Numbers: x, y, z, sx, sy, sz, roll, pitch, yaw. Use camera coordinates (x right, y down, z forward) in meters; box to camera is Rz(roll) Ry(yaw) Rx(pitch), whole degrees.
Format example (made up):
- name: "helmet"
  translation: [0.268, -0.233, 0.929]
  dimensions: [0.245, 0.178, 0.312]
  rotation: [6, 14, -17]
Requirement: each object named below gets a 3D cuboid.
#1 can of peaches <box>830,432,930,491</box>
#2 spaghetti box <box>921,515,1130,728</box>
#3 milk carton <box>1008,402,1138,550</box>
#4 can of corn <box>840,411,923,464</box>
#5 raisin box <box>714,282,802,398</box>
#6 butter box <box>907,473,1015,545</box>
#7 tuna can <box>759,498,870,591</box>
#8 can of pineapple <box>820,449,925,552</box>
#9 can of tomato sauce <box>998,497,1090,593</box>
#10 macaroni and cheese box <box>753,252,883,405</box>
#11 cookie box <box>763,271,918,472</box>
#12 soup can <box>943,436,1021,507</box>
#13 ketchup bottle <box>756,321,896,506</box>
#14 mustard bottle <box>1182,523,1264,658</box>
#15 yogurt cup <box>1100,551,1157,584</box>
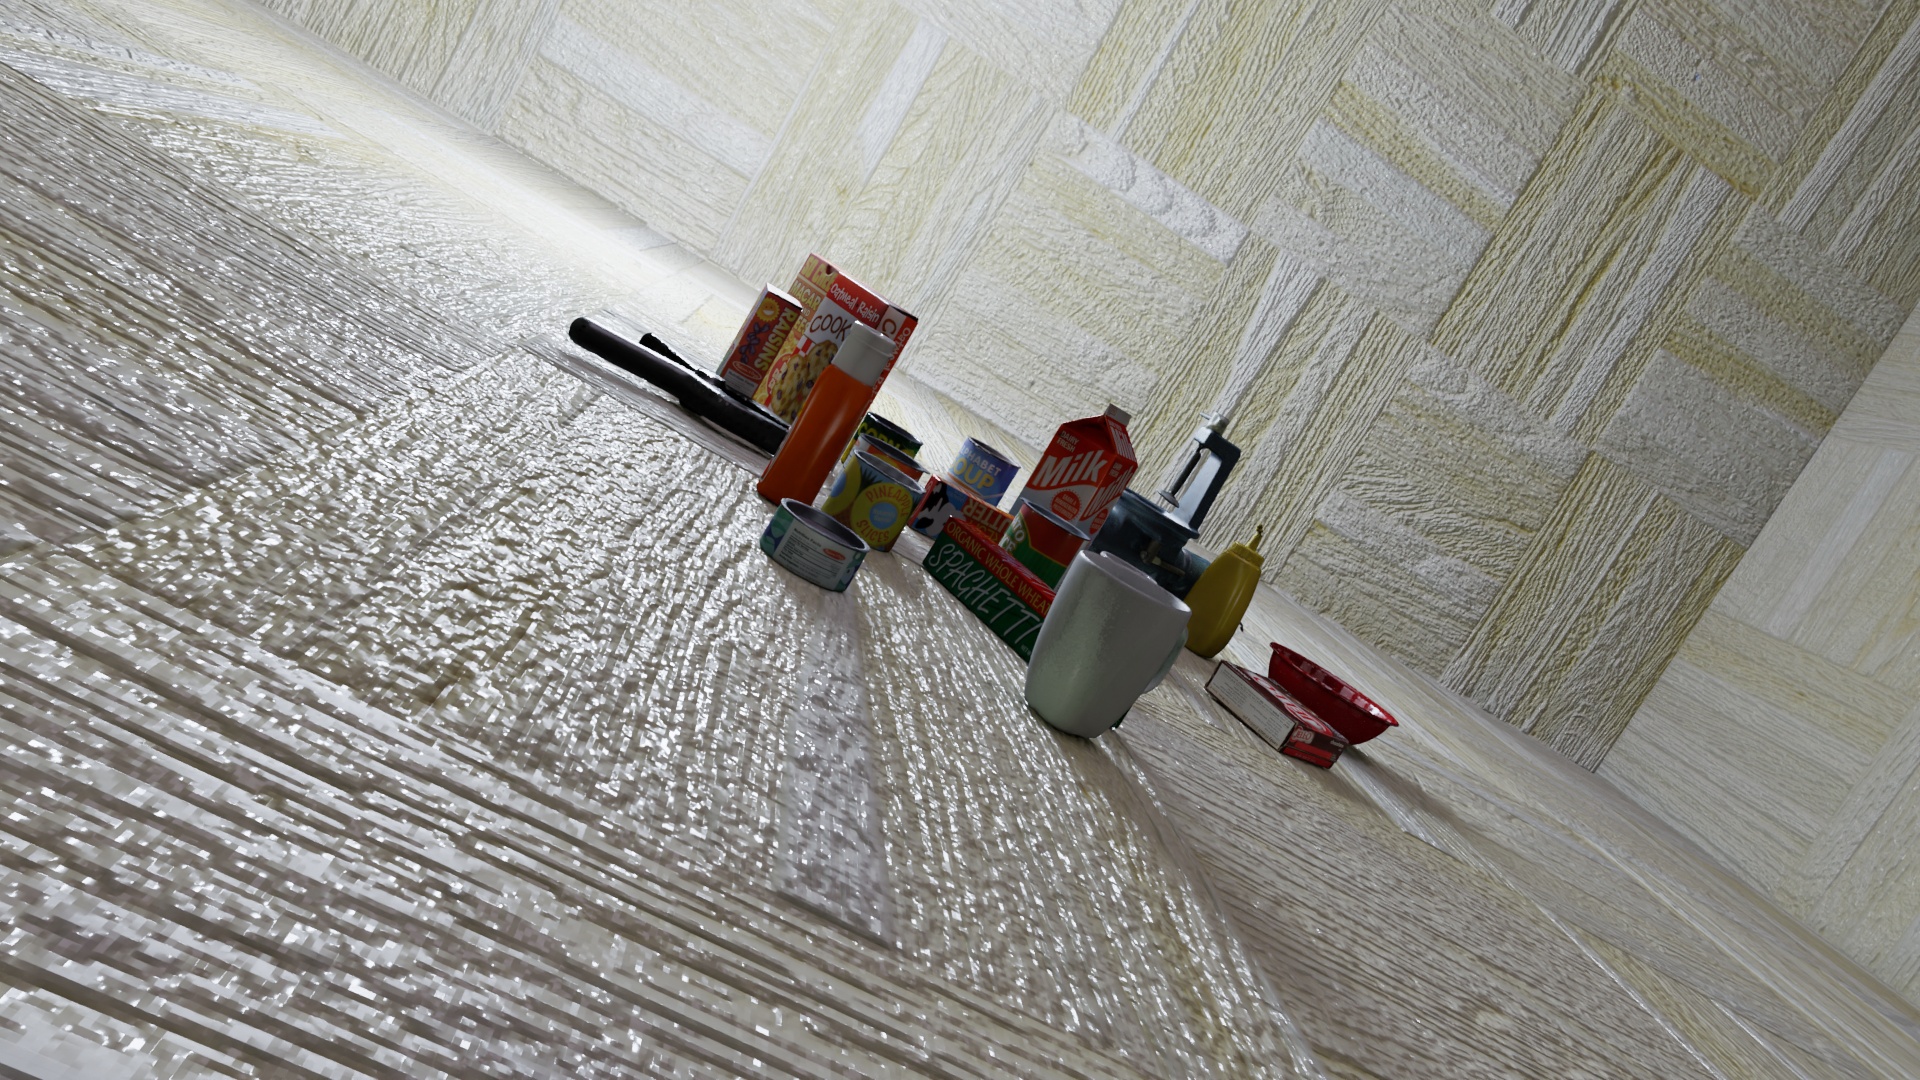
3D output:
- name: "can of peaches"
  translation: [-0.071, -0.053, 1.229]
  dimensions: [0.071, 0.058, 0.071]
  rotation: [30, 8, -5]
- name: "spaghetti box"
  translation: [0.050, 0.055, 1.047]
  dimensions: [0.028, 0.050, 0.251]
  rotation: [24, 11, -40]
- name: "milk carton"
  translation: [0.117, -0.053, 1.432]
  dimensions: [0.073, 0.190, 0.072]
  rotation: [34, 8, 24]
- name: "can of corn"
  translation: [-0.081, -0.091, 1.416]
  dimensions: [0.071, 0.058, 0.071]
  rotation: [30, 8, -5]
- name: "raisin box"
  translation: [-0.194, -0.176, 1.296]
  dimensions: [0.040, 0.123, 0.086]
  rotation: [29, 8, -14]
- name: "butter box"
  translation: [0.005, -0.016, 1.297]
  dimensions: [0.103, 0.053, 0.024]
  rotation: [27, 9, -25]
- name: "tuna can"
  translation: [-0.095, 0.003, 0.906]
  dimensions: [0.071, 0.032, 0.071]
  rotation: [30, 8, -5]
- name: "can of pineapple"
  translation: [-0.069, -0.031, 1.106]
  dimensions: [0.071, 0.057, 0.071]
  rotation: [30, 8, -5]
- name: "can of tomato sauce"
  translation: [0.061, 0.016, 1.202]
  dimensions: [0.071, 0.083, 0.071]
  rotation: [30, 8, -5]
- name: "macaroni and cheese box"
  translation: [-0.161, -0.210, 1.463]
  dimensions: [0.040, 0.166, 0.124]
  rotation: [25, 10, -38]
- name: "cookie box"
  translation: [-0.120, -0.165, 1.341]
  dimensions: [0.040, 0.167, 0.123]
  rotation: [25, 10, -37]
- name: "soup can"
  translation: [0.014, -0.060, 1.481]
  dimensions: [0.071, 0.083, 0.071]
  rotation: [30, 8, -5]
- name: "ketchup bottle"
  translation: [-0.100, -0.093, 1.053]
  dimensions: [0.043, 0.148, 0.065]
  rotation: [31, 8, 0]
- name: "mustard bottle"
  translation: [0.298, 0.053, 1.551]
  dimensions: [0.065, 0.160, 0.049]
  rotation: [37, 9, 36]
- name: "yogurt cup"
  translation: [0.164, 0.051, 1.460]
  dimensions: [0.072, 0.054, 0.072]
  rotation: [30, 8, -5]
